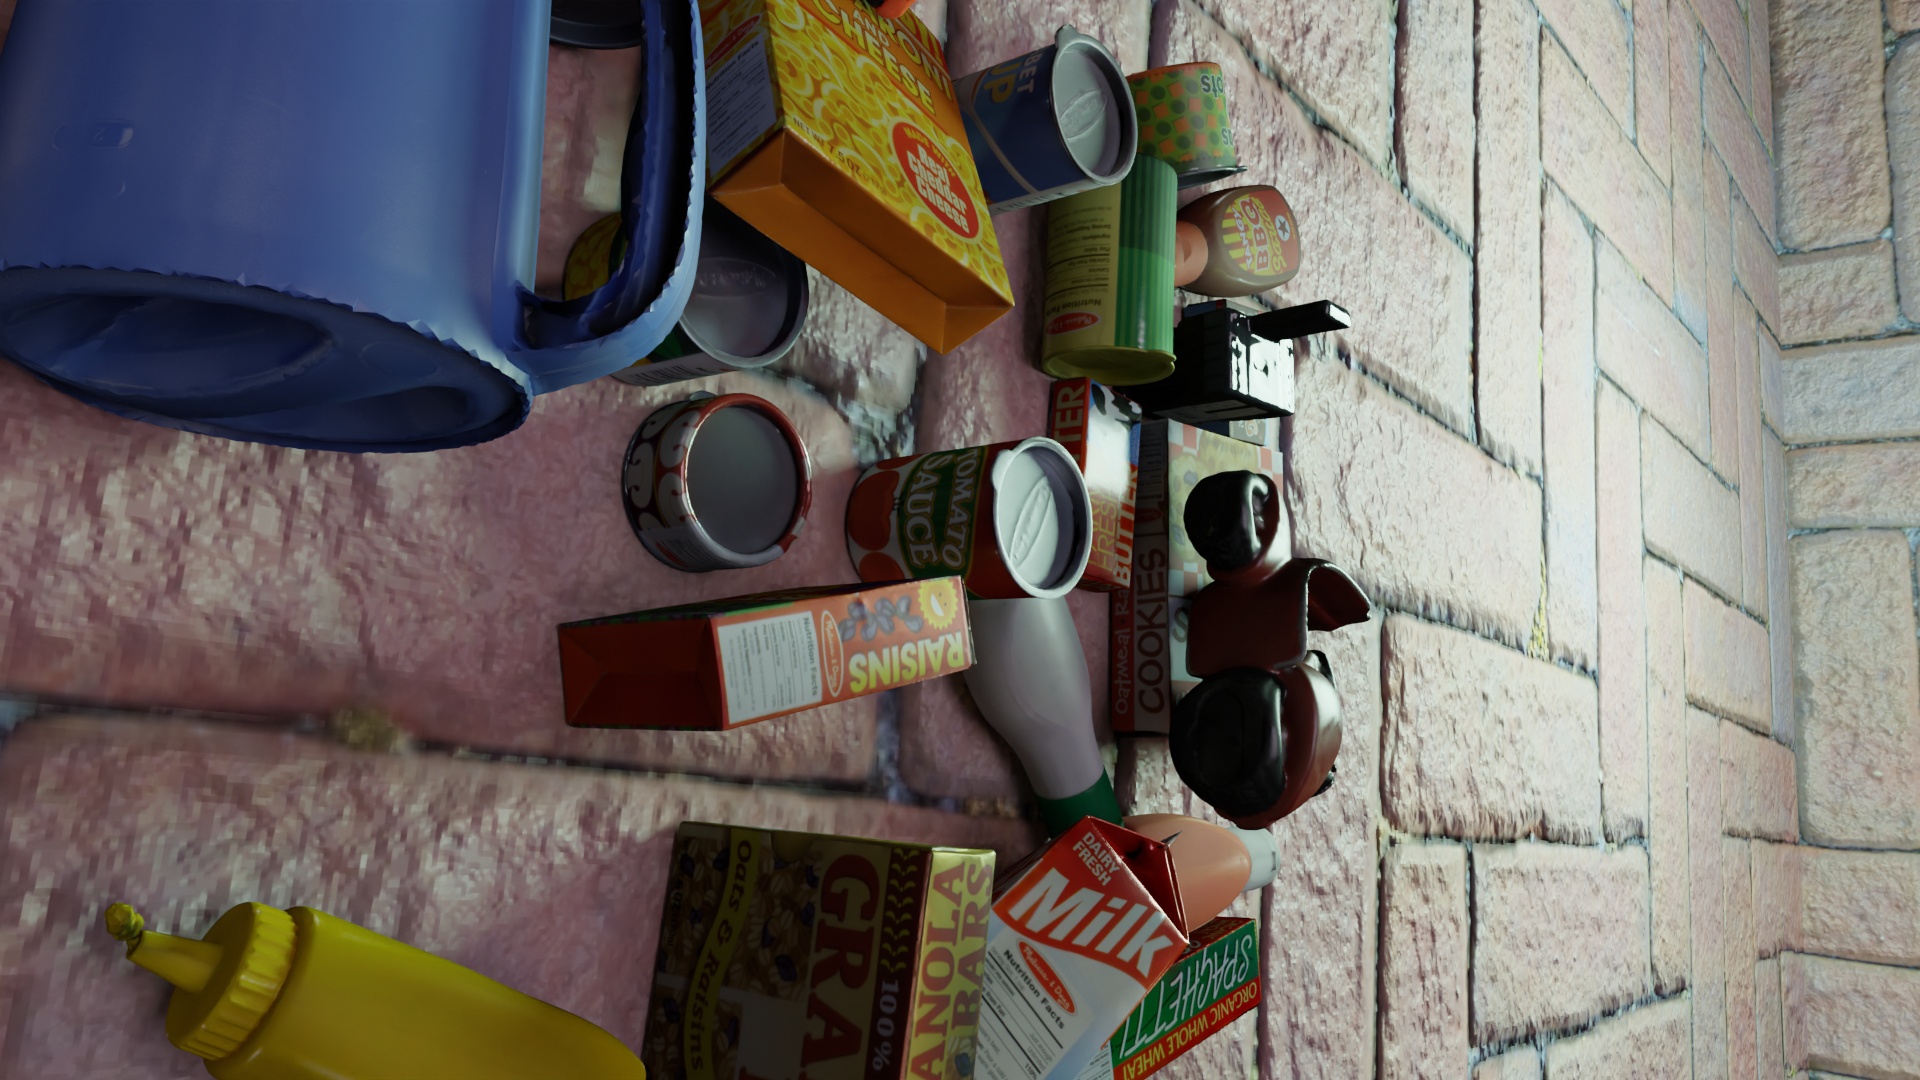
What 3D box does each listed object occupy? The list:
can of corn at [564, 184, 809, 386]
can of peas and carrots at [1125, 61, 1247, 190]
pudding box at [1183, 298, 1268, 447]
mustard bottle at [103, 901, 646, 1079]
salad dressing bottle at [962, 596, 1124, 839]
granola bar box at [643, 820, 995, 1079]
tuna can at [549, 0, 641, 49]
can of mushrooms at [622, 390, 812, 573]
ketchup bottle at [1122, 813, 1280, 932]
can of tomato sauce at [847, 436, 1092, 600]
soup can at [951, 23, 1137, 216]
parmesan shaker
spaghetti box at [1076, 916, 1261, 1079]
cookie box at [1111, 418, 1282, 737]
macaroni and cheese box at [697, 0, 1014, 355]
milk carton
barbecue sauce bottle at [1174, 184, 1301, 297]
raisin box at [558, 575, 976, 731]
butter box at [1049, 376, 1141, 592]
[{"bbox_3d":[-0.099,-0.093,0.497,0.071,0.058,0.071,6,82,-49],"label":"can of corn"},{"bbox_3d":[0.116,-0.223,0.755,0.071,0.071,0.058,-18,99,-49],"label":"can of peas and carrots"},{"bbox_3d":[0.158,-0.097,0.822,0.050,0.030,0.083,6,82,-50],"label":"pudding box"},{"bbox_3d":[-0.167,0.139,0.393,0.160,0.065,0.049,39,52,-34],"label":"mustard bottle"},{"bbox_3d":[0.040,0.082,0.655,0.064,0.044,0.147,-41,118,-46],"label":"salad dressing bottle"},{"bbox_3d":[-0.055,0.183,0.470,0.039,0.124,0.166,21,70,-48],"label":"granola bar box"},{"bbox_3d":[-0.131,-0.197,0.465,0.071,0.071,0.033,16,74,-48],"label":"tuna can"},{"bbox_3d":[-0.089,-0.024,0.521,0.071,0.033,0.071,6,82,-49],"label":"can of mushrooms"},{"bbox_3d":[0.121,0.176,0.741,0.149,0.043,0.065,6,82,-49],"label":"ketchup bottle"},{"bbox_3d":[0.002,-0.007,0.588,0.071,0.083,0.071,7,81,-49],"label":"can of tomato sauce"},{"bbox_3d":[0.027,-0.189,0.636,0.071,0.083,0.071,7,81,-50],"label":"soup can"},{"bbox_3d":[0.078,-0.136,0.700,0.071,0.071,0.103,14,76,-48],"label":"parmesan shaker"},{"bbox_3d":[0.080,0.245,0.696,0.251,0.028,0.050,-6,91,-50],"label":"spaghetti box"},{"bbox_3d":[0.134,0.026,0.774,0.123,0.040,0.167,10,78,-48],"label":"cookie box"},{"bbox_3d":[-0.045,-0.167,0.530,0.123,0.040,0.167,29,38,-45],"label":"macaroni and cheese box"},{"bbox_3d":[0.028,0.184,0.590,0.073,0.072,0.191,51,44,7],"label":"milk carton"},{"bbox_3d":[0.145,-0.170,0.804,0.149,0.043,0.065,-22,97,-48],"label":"barbecue sauce bottle"},{"bbox_3d":[-0.067,0.039,0.500,0.124,0.086,0.040,-8,91,-50],"label":"raisin box"},{"bbox_3d":[0.067,-0.028,0.713,0.053,0.024,0.103,20,71,-48],"label":"butter box"}]
